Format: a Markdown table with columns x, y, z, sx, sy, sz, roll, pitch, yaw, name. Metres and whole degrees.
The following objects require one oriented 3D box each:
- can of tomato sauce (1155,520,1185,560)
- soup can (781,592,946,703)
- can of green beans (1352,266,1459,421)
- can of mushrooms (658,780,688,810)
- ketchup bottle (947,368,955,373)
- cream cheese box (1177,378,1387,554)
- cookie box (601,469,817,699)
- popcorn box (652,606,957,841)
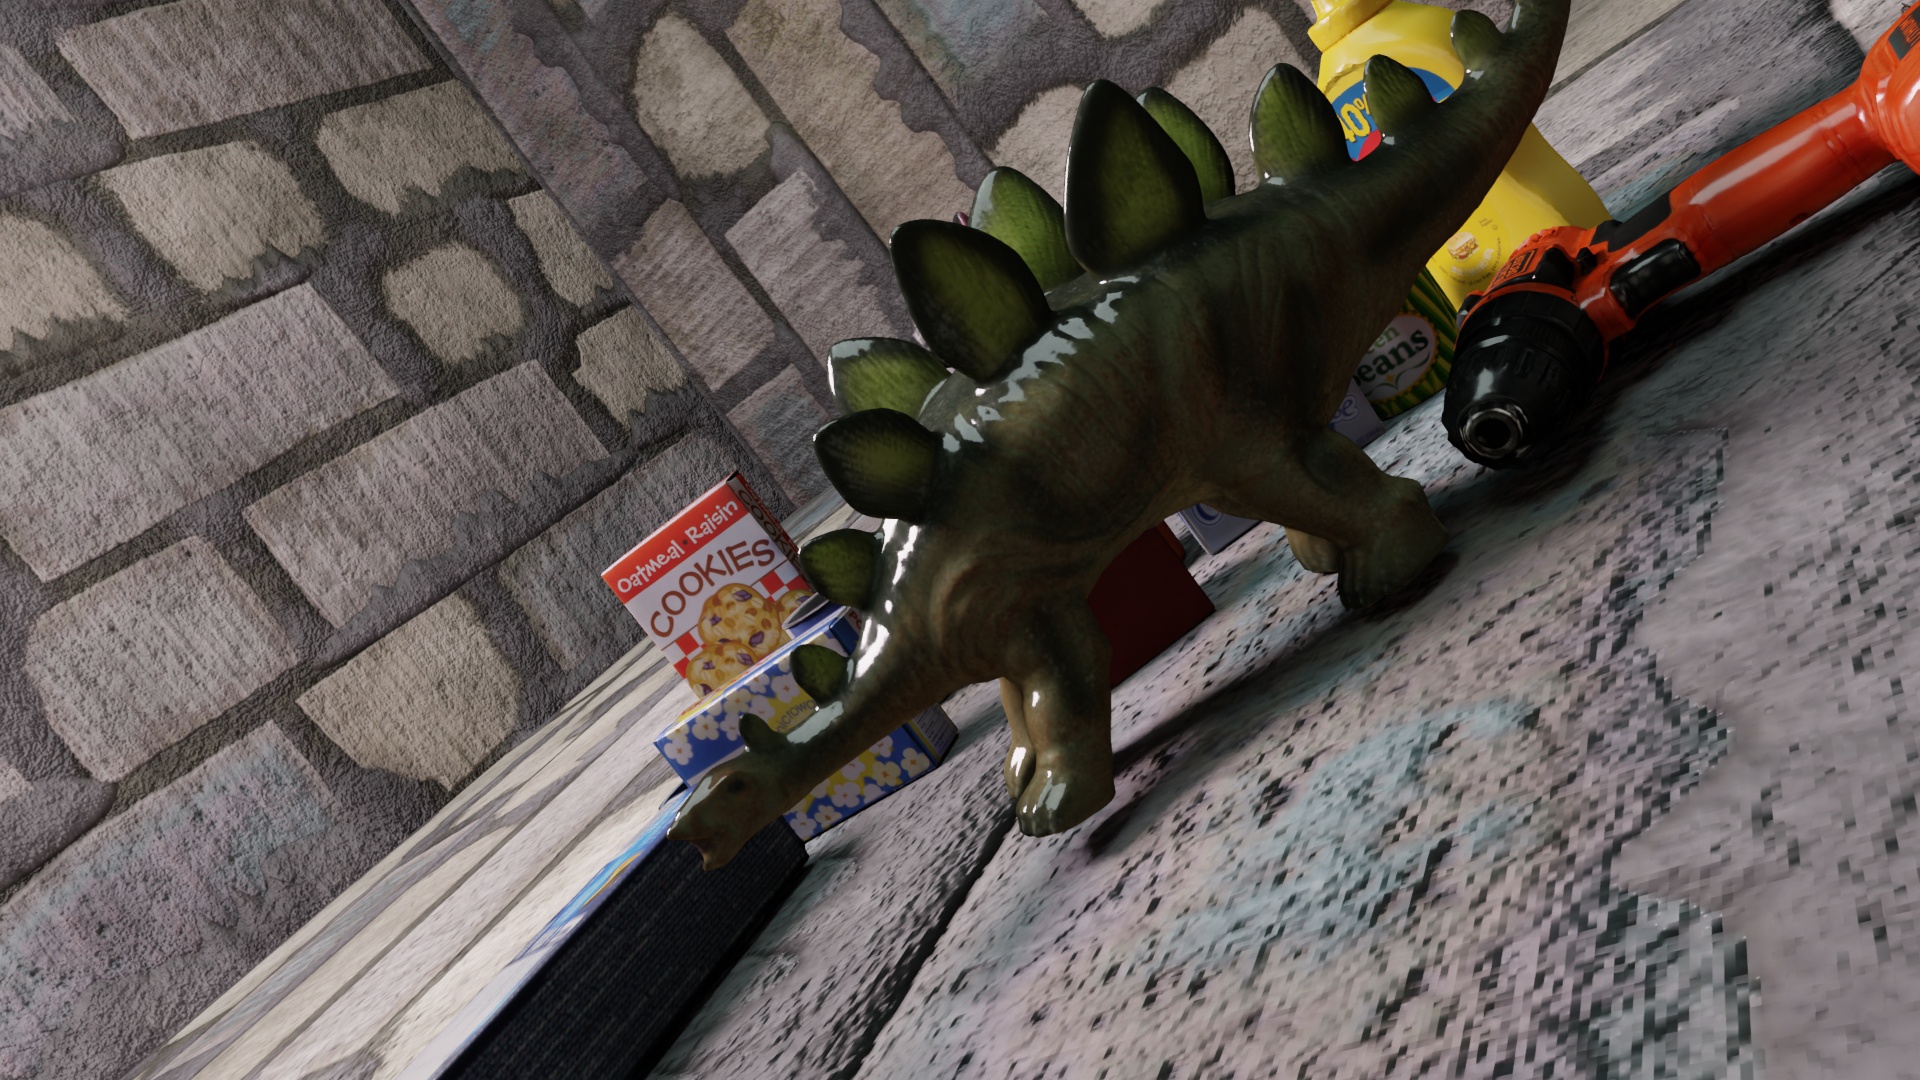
| x | y | z | sx | sy | sz | roll | pitch | yaw | name |
| --- | --- | --- | --- | --- | --- | --- | --- | --- | --- |
| 0.064 | -0.010 | 0.694 | 0.071 | 0.083 | 0.071 | -36 | 8 | 6 | can of tomato sauce |
| -0.046 | 0.059 | 0.774 | 0.071 | 0.083 | 0.071 | -36 | 8 | 6 | soup can |
| 0.208 | -0.099 | 0.676 | 0.071 | 0.058 | 0.071 | -36 | 8 | 6 | can of green beans |
| -0.148 | 0.155 | 0.845 | 0.071 | 0.033 | 0.071 | -36 | 8 | 6 | can of mushrooms |
| 0.025 | -0.112 | 1.220 | 0.065 | 0.148 | 0.043 | -38 | 7 | -4 | ketchup bottle |
| 0.143 | -0.044 | 0.658 | 0.104 | 0.053 | 0.024 | -36 | 7 | 4 | cream cheese box |
| -0.165 | 0.051 | 1.032 | 0.123 | 0.167 | 0.040 | -35 | 8 | 12 | cookie box |
| -0.076 | 0.096 | 0.684 | 0.126 | 0.085 | 0.038 | -33 | 8 | 25 | popcorn box |
